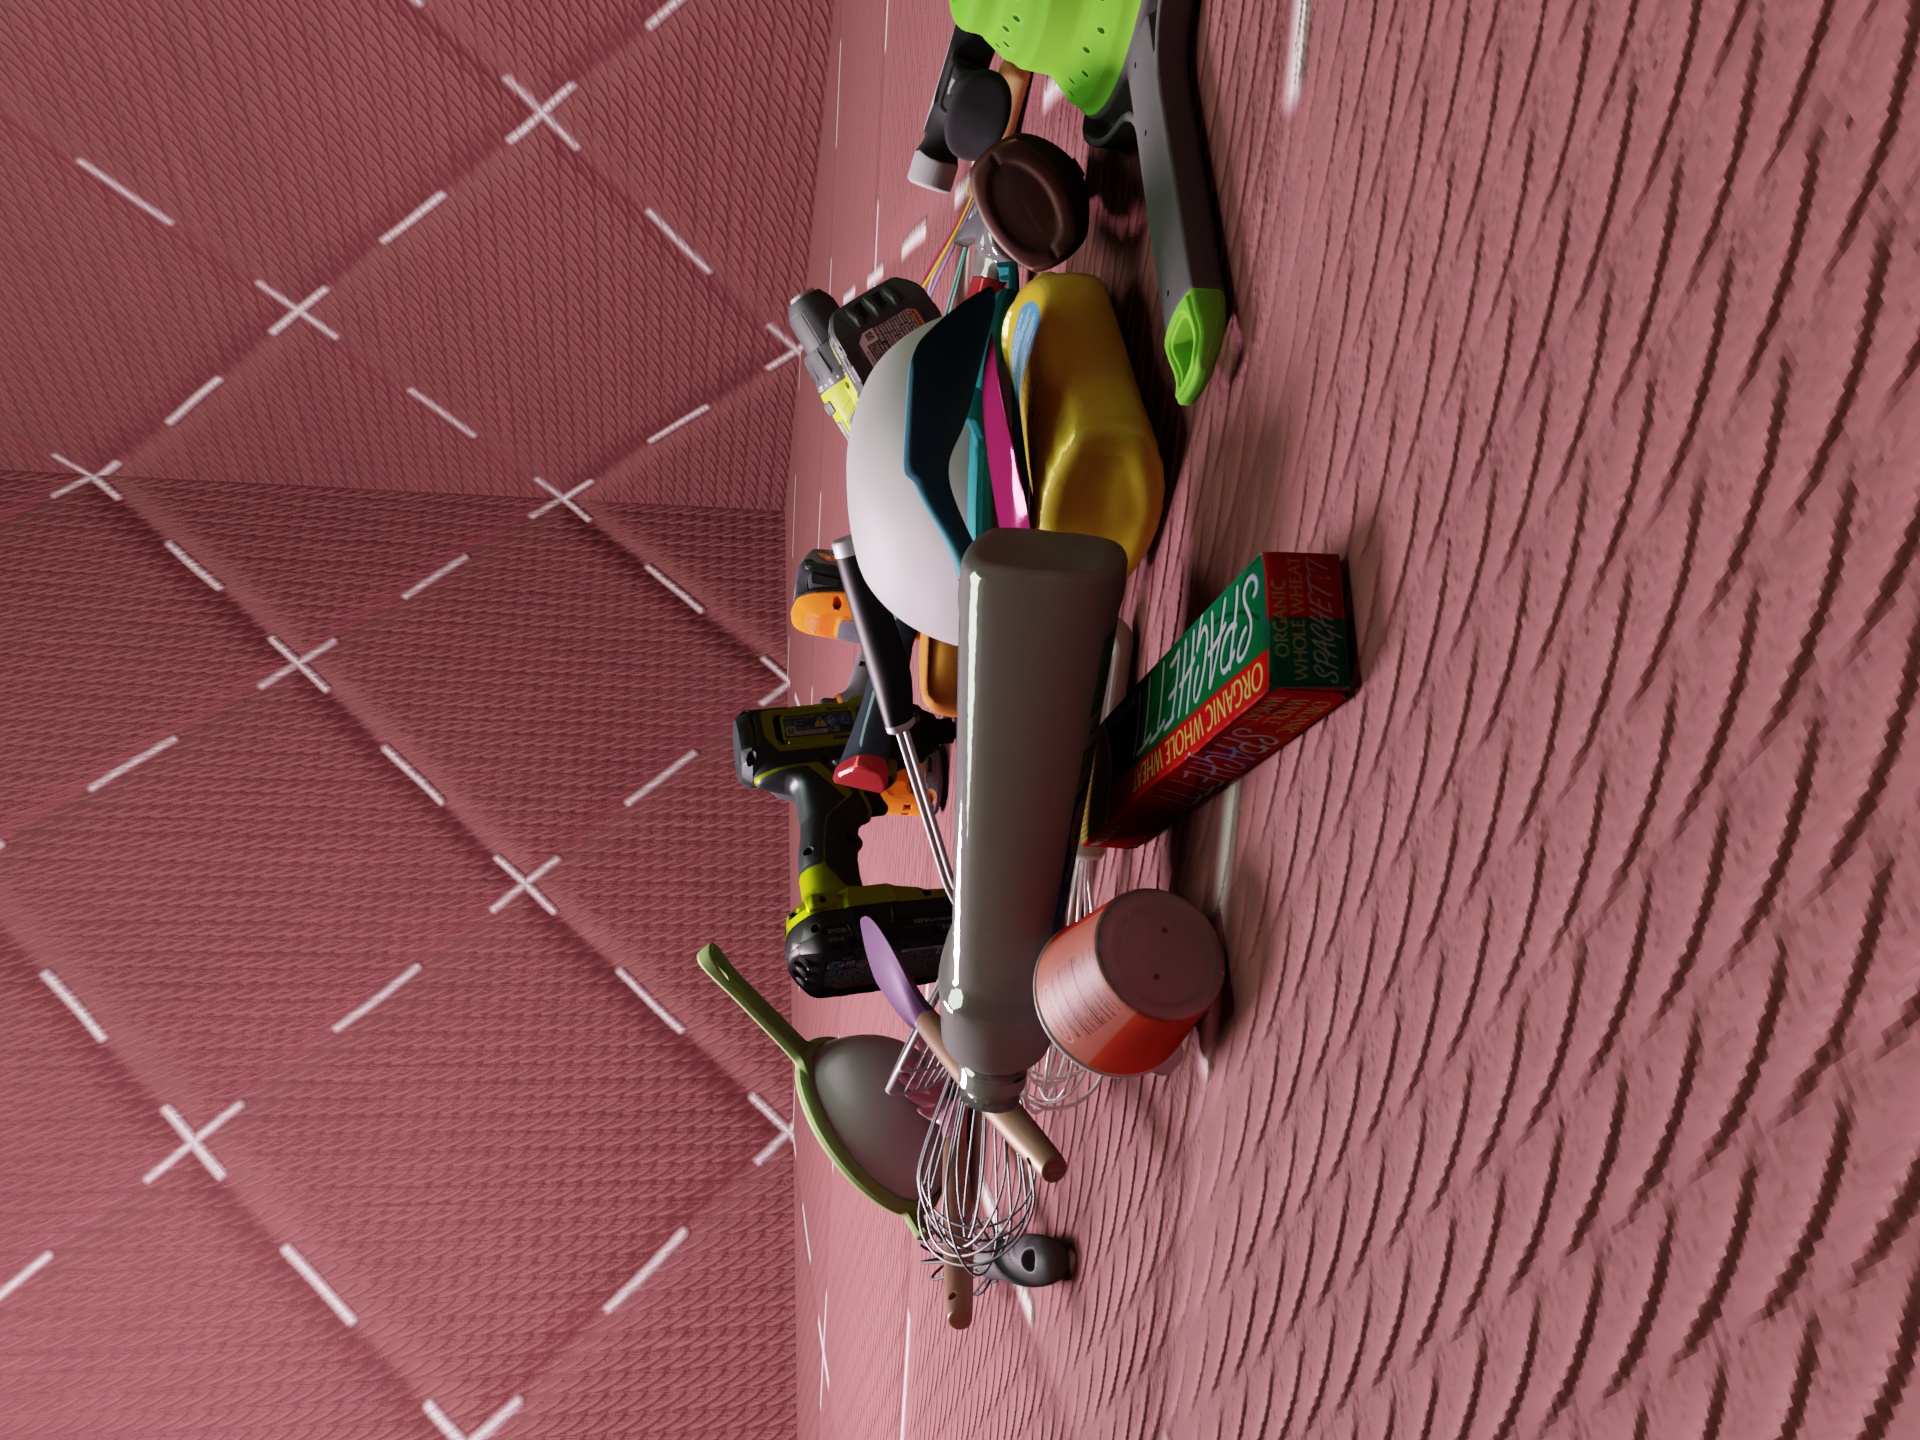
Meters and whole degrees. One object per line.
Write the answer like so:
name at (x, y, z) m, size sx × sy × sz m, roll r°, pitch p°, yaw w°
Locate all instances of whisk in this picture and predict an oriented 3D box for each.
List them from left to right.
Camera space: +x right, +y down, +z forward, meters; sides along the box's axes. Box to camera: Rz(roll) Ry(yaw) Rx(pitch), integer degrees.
whisk at (0.006, -0.355, 1.124) m, size 0.244 × 0.047 × 0.051 m, roll 111°, pitch -179°, yaw -52°
whisk at (0.015, 0.180, 0.921) m, size 0.070 × 0.070 × 0.285 m, roll 103°, pitch 174°, yaw -49°
whisk at (0.021, 0.313, 0.934) m, size 0.239 × 0.055 × 0.055 m, roll 130°, pitch 141°, yaw -68°
whisk at (0.055, 0.071, 0.767) m, size 0.059 × 0.058 × 0.246 m, roll -7°, pitch -75°, yaw -65°

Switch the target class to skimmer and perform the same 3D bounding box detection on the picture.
skimmer at (-0.049, 0.064, 1.008) m, size 0.127 × 0.090 × 0.363 m, roll -56°, pitch -47°, yaw -67°

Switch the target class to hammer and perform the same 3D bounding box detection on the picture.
hammer at (-0.023, -0.142, 1.057) m, size 0.143 × 0.038 × 0.386 m, roll -133°, pitch 57°, yaw -74°
hammer at (0.006, -0.374, 0.939) m, size 0.335 × 0.035 × 0.146 m, roll -95°, pitch 23°, yaw -67°

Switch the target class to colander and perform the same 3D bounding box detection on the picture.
colander at (0.050, -0.308, 0.712) m, size 0.204 × 0.094 × 0.397 m, roll 109°, pitch 160°, yaw -60°

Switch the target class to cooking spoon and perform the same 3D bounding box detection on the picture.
cooking spoon at (0.034, -0.027, 0.769) m, size 0.069 × 0.017 × 0.318 m, roll -93°, pitch -5°, yaw -63°

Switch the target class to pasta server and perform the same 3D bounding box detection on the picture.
pasta server at (-0.008, 0.272, 0.986) m, size 0.040 × 0.060 × 0.316 m, roll 53°, pitch -173°, yaw -12°

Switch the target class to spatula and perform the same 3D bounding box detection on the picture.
spatula at (-0.010, 0.167, 0.843) m, size 0.316 × 0.018 × 0.059 m, roll -150°, pitch 44°, yaw -68°
spatula at (0.021, -0.049, 0.788) m, size 0.082 × 0.044 × 0.317 m, roll -50°, pitch -48°, yaw -47°

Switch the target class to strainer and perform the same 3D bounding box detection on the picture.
strainer at (-0.080, 0.239, 1.144) m, size 0.069 × 0.256 × 0.151 m, roll -39°, pitch 13°, yaw 14°
strainer at (-0.014, -0.087, 0.945) m, size 0.211 × 0.095 × 0.340 m, roll -77°, pitch -11°, yaw -53°

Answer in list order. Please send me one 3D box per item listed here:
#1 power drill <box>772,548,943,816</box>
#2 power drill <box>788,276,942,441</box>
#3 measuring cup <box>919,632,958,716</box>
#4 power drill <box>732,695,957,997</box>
power drill at (-0.098, -0.029, 1.334) m, size 0.084 × 0.164 × 0.227 m, roll 109°, pitch 163°, yaw -61°
power drill at (-0.062, -0.259, 1.216) m, size 0.190 × 0.080 × 0.228 m, roll 58°, pitch 171°, yaw -9°
measuring cup at (-0.002, -0.003, 1.083) m, size 0.095 × 0.052 × 0.173 m, roll 164°, pitch 110°, yaw -80°
power drill at (-0.069, 0.082, 1.179) m, size 0.080 × 0.171 × 0.223 m, roll 105°, pitch 155°, yaw -53°
